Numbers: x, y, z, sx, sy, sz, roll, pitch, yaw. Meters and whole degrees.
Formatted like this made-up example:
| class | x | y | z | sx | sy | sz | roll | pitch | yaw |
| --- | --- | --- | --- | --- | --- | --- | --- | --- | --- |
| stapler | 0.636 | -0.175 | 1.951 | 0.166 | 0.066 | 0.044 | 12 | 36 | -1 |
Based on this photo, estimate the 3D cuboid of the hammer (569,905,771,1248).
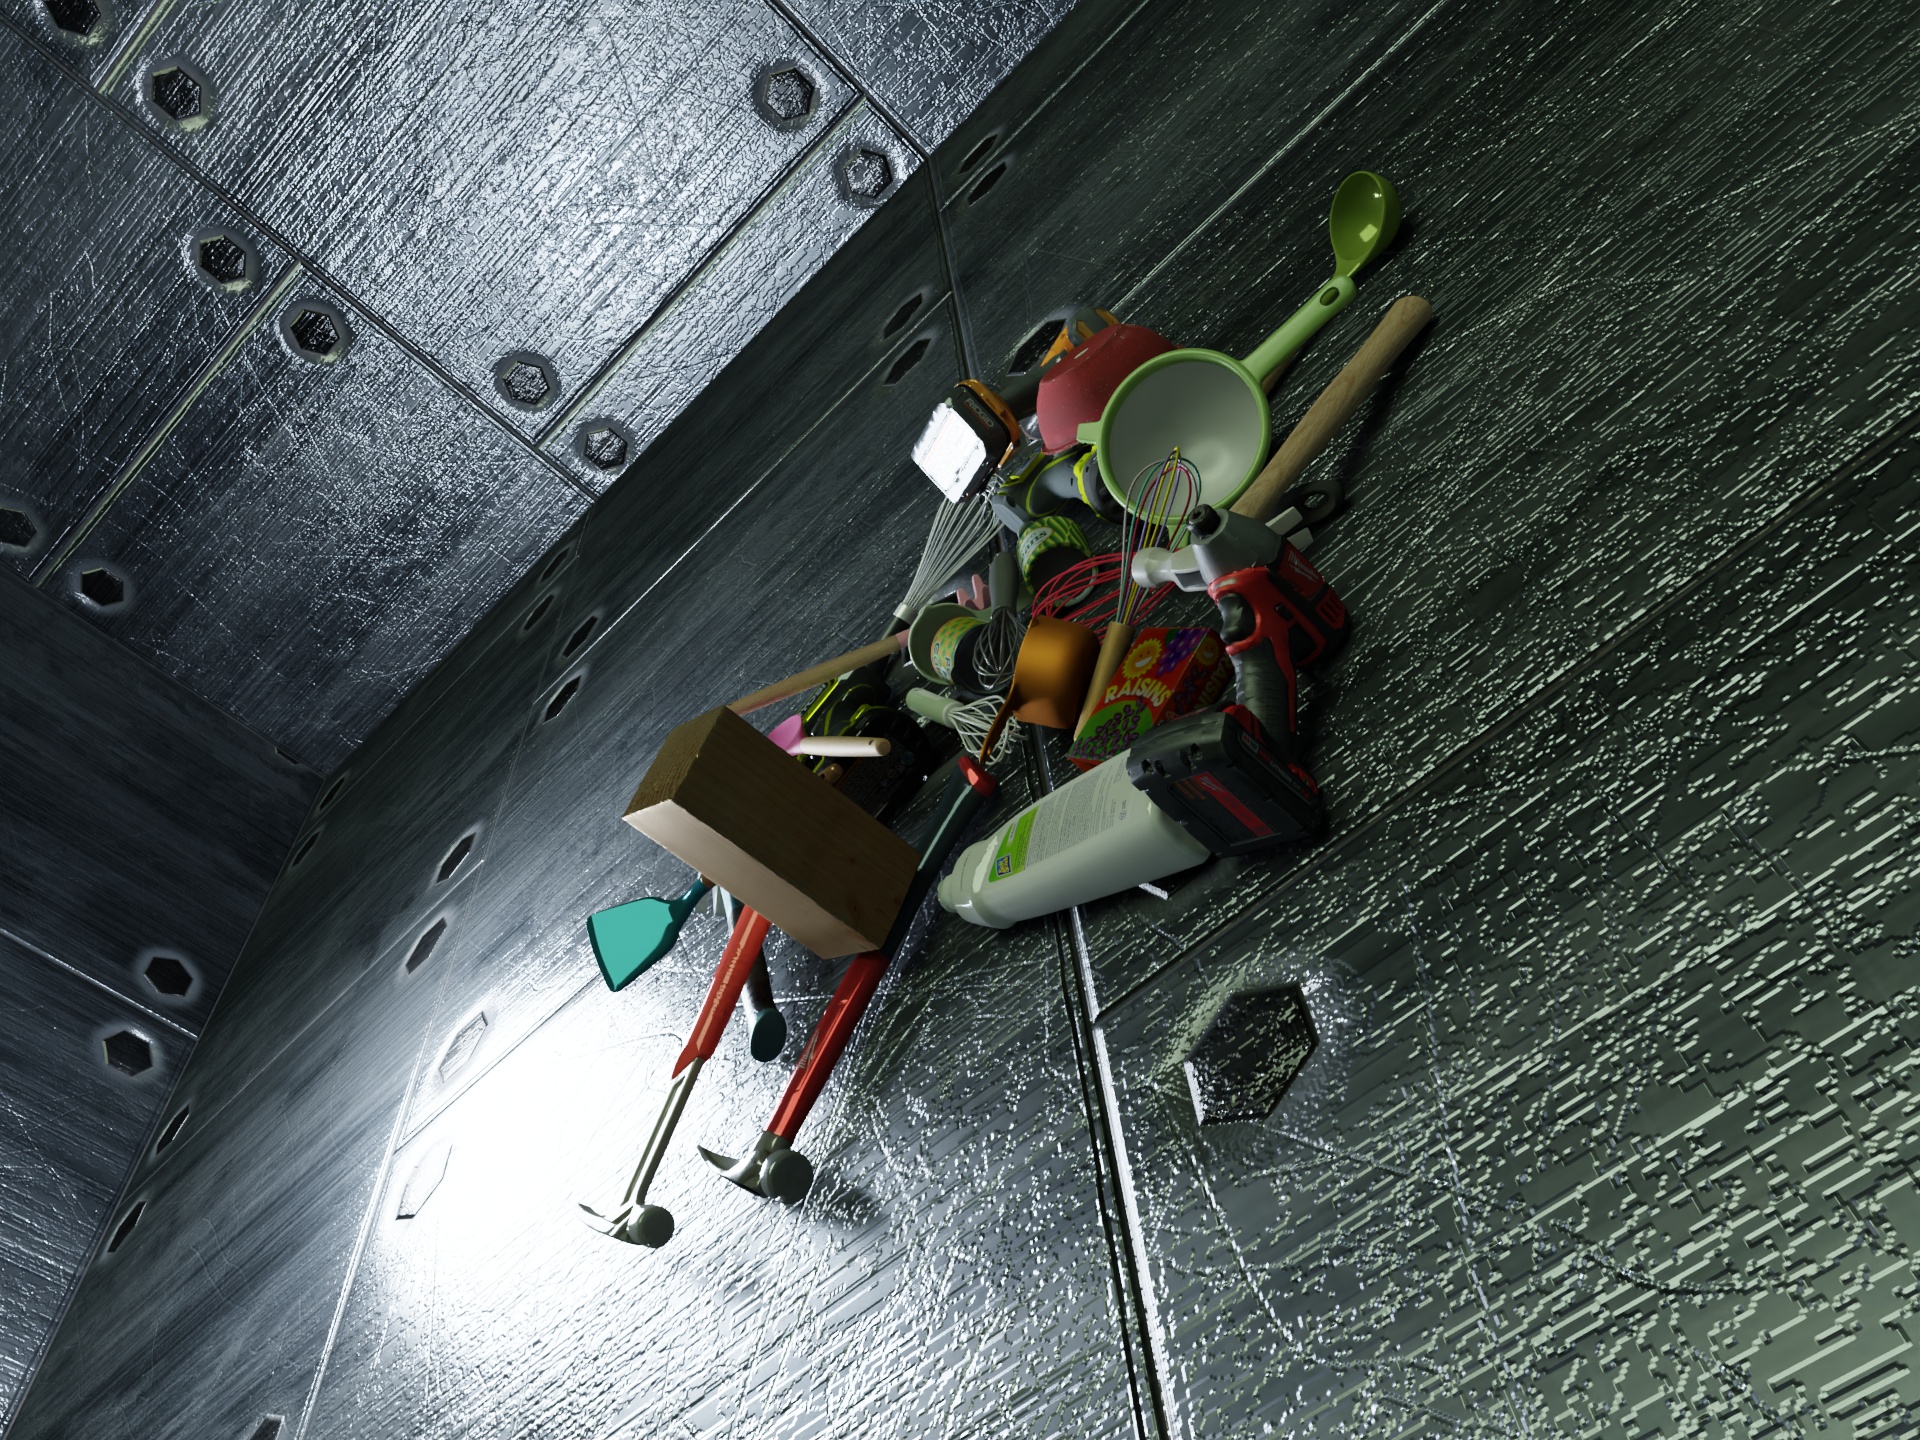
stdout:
| class | x | y | z | sx | sy | sz | roll | pitch | yaw |
| --- | --- | --- | --- | --- | --- | --- | --- | --- | --- |
| hammer | -0.212 | 0.253 | 1.319 | 0.149 | 0.036 | 0.359 | -12 | 51 | 56 |

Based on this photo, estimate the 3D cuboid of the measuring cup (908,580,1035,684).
| class | x | y | z | sx | sy | sz | roll | pitch | yaw |
| --- | --- | --- | --- | --- | --- | --- | --- | --- | --- |
| measuring cup | 0.025 | -0.098 | 1.493 | 0.167 | 0.083 | 0.038 | -34 | 10 | -3 |

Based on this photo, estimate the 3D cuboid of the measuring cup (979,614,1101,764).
| class | x | y | z | sx | sy | sz | roll | pitch | yaw |
| --- | --- | --- | --- | --- | --- | --- | --- | --- | --- |
| measuring cup | 0.065 | -0.014 | 1.245 | 0.052 | 0.095 | 0.174 | 12 | 38 | 17 |

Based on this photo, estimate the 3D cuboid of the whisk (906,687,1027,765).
| class | x | y | z | sx | sy | sz | roll | pitch | yaw |
| --- | --- | --- | --- | --- | --- | --- | --- | --- | --- |
| whisk | -0.002 | -0.005 | 1.418 | 0.246 | 0.057 | 0.059 | -157 | 75 | -68 |

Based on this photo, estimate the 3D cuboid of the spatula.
| class | x | y | z | sx | sy | sz | roll | pitch | yaw |
| --- | --- | --- | --- | --- | --- | --- | --- | --- | --- |
| spatula | -0.219 | 0.132 | 1.430 | 0.317 | 0.044 | 0.082 | -40 | 61 | 26 |

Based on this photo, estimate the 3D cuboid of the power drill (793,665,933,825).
| class | x | y | z | sx | sy | sz | roll | pitch | yaw |
| --- | --- | --- | --- | --- | --- | --- | --- | --- | --- |
| power drill | -0.125 | 0.042 | 1.521 | 0.190 | 0.080 | 0.229 | -51 | 22 | -2 |

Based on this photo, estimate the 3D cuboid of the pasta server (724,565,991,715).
| class | x | y | z | sx | sy | sz | roll | pitch | yaw |
| --- | --- | --- | --- | --- | --- | --- | --- | --- | --- |
| pasta server | -0.088 | -0.072 | 1.531 | 0.316 | 0.040 | 0.060 | -23 | 17 | -1 |

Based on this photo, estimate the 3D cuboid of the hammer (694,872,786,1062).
| class | x | y | z | sx | sy | sz | roll | pitch | yaw |
| --- | --- | --- | --- | --- | --- | --- | --- | --- | --- |
| hammer | -0.200 | 0.187 | 1.450 | 0.331 | 0.033 | 0.128 | -118 | 42 | -57 |

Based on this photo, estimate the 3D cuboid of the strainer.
| class | x | y | z | sx | sy | sz | roll | pitch | yaw |
| --- | --- | --- | --- | --- | --- | --- | --- | --- | --- |
| strainer | 0.233 | -0.266 | 1.329 | 0.256 | 0.069 | 0.152 | -43 | 67 | 13 |

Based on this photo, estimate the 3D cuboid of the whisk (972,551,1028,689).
| class | x | y | z | sx | sy | sz | roll | pitch | yaw |
| --- | --- | --- | --- | --- | --- | --- | --- | --- | --- |
| whisk | 0.038 | -0.094 | 1.381 | 0.055 | 0.055 | 0.239 | -40 | 22 | 21 |

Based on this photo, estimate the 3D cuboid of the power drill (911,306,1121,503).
| class | x | y | z | sx | sy | sz | roll | pitch | yaw |
| --- | --- | --- | --- | --- | --- | --- | --- | --- | --- |
| power drill | 0.055 | -0.309 | 1.613 | 0.226 | 0.084 | 0.185 | -39 | -6 | -30 |

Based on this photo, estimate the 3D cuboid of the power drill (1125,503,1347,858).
| class | x | y | z | sx | sy | sz | roll | pitch | yaw |
| --- | --- | --- | --- | --- | --- | --- | --- | --- | --- |
| power drill | 0.184 | -0.034 | 1.037 | 0.078 | 0.143 | 0.220 | -21 | 40 | 42 |

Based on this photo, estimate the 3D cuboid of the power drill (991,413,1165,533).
| class | x | y | z | sx | sy | sz | roll | pitch | yaw |
| --- | --- | --- | --- | --- | --- | --- | --- | --- | --- |
| power drill | 0.135 | -0.251 | 1.496 | 0.171 | 0.080 | 0.223 | -50 | 22 | -10 |

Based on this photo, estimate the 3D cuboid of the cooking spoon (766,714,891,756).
| class | x | y | z | sx | sy | sz | roll | pitch | yaw |
| --- | --- | --- | --- | --- | --- | --- | --- | --- | --- |
| cooking spoon | -0.128 | 0.023 | 1.425 | 0.069 | 0.017 | 0.319 | -54 | 19 | -16 |

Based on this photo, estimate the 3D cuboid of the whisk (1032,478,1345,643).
| class | x | y | z | sx | sy | sz | roll | pitch | yaw |
| --- | --- | --- | --- | --- | --- | --- | --- | --- | --- |
| whisk | 0.177 | -0.126 | 1.279 | 0.296 | 0.073 | 0.073 | -23 | 36 | 36 |

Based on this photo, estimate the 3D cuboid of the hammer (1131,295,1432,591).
| class | x | y | z | sx | sy | sz | roll | pitch | yaw |
| --- | --- | --- | --- | --- | --- | --- | --- | --- | --- |
| hammer | 0.268 | -0.216 | 1.214 | 0.331 | 0.031 | 0.130 | -49 | 29 | -22 |

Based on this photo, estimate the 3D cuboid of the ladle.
| class | x | y | z | sx | sy | sz | roll | pitch | yaw |
| --- | --- | --- | --- | --- | --- | --- | --- | --- | --- |
| ladle | 0.285 | -0.342 | 1.398 | 0.320 | 0.062 | 0.078 | -55 | 26 | -4 |

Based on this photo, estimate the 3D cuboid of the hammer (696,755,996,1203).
| class | x | y | z | sx | sy | sz | roll | pitch | yaw |
| --- | --- | --- | --- | --- | --- | --- | --- | --- | --- |
| hammer | -0.081 | 0.196 | 1.277 | 0.143 | 0.038 | 0.386 | -9 | 47 | 57 |

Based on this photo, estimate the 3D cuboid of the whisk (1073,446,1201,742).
| class | x | y | z | sx | sy | sz | roll | pitch | yaw |
| --- | --- | --- | --- | --- | --- | --- | --- | --- | --- |
| whisk | 0.135 | -0.095 | 1.245 | 0.047 | 0.051 | 0.245 | 23 | 97 | 58 |

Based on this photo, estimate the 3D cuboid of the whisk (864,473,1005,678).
| class | x | y | z | sx | sy | sz | roll | pitch | yaw |
| --- | --- | --- | --- | --- | --- | --- | --- | --- | --- |
| whisk | -0.038 | -0.137 | 1.655 | 0.284 | 0.070 | 0.070 | -57 | 25 | -3 |
